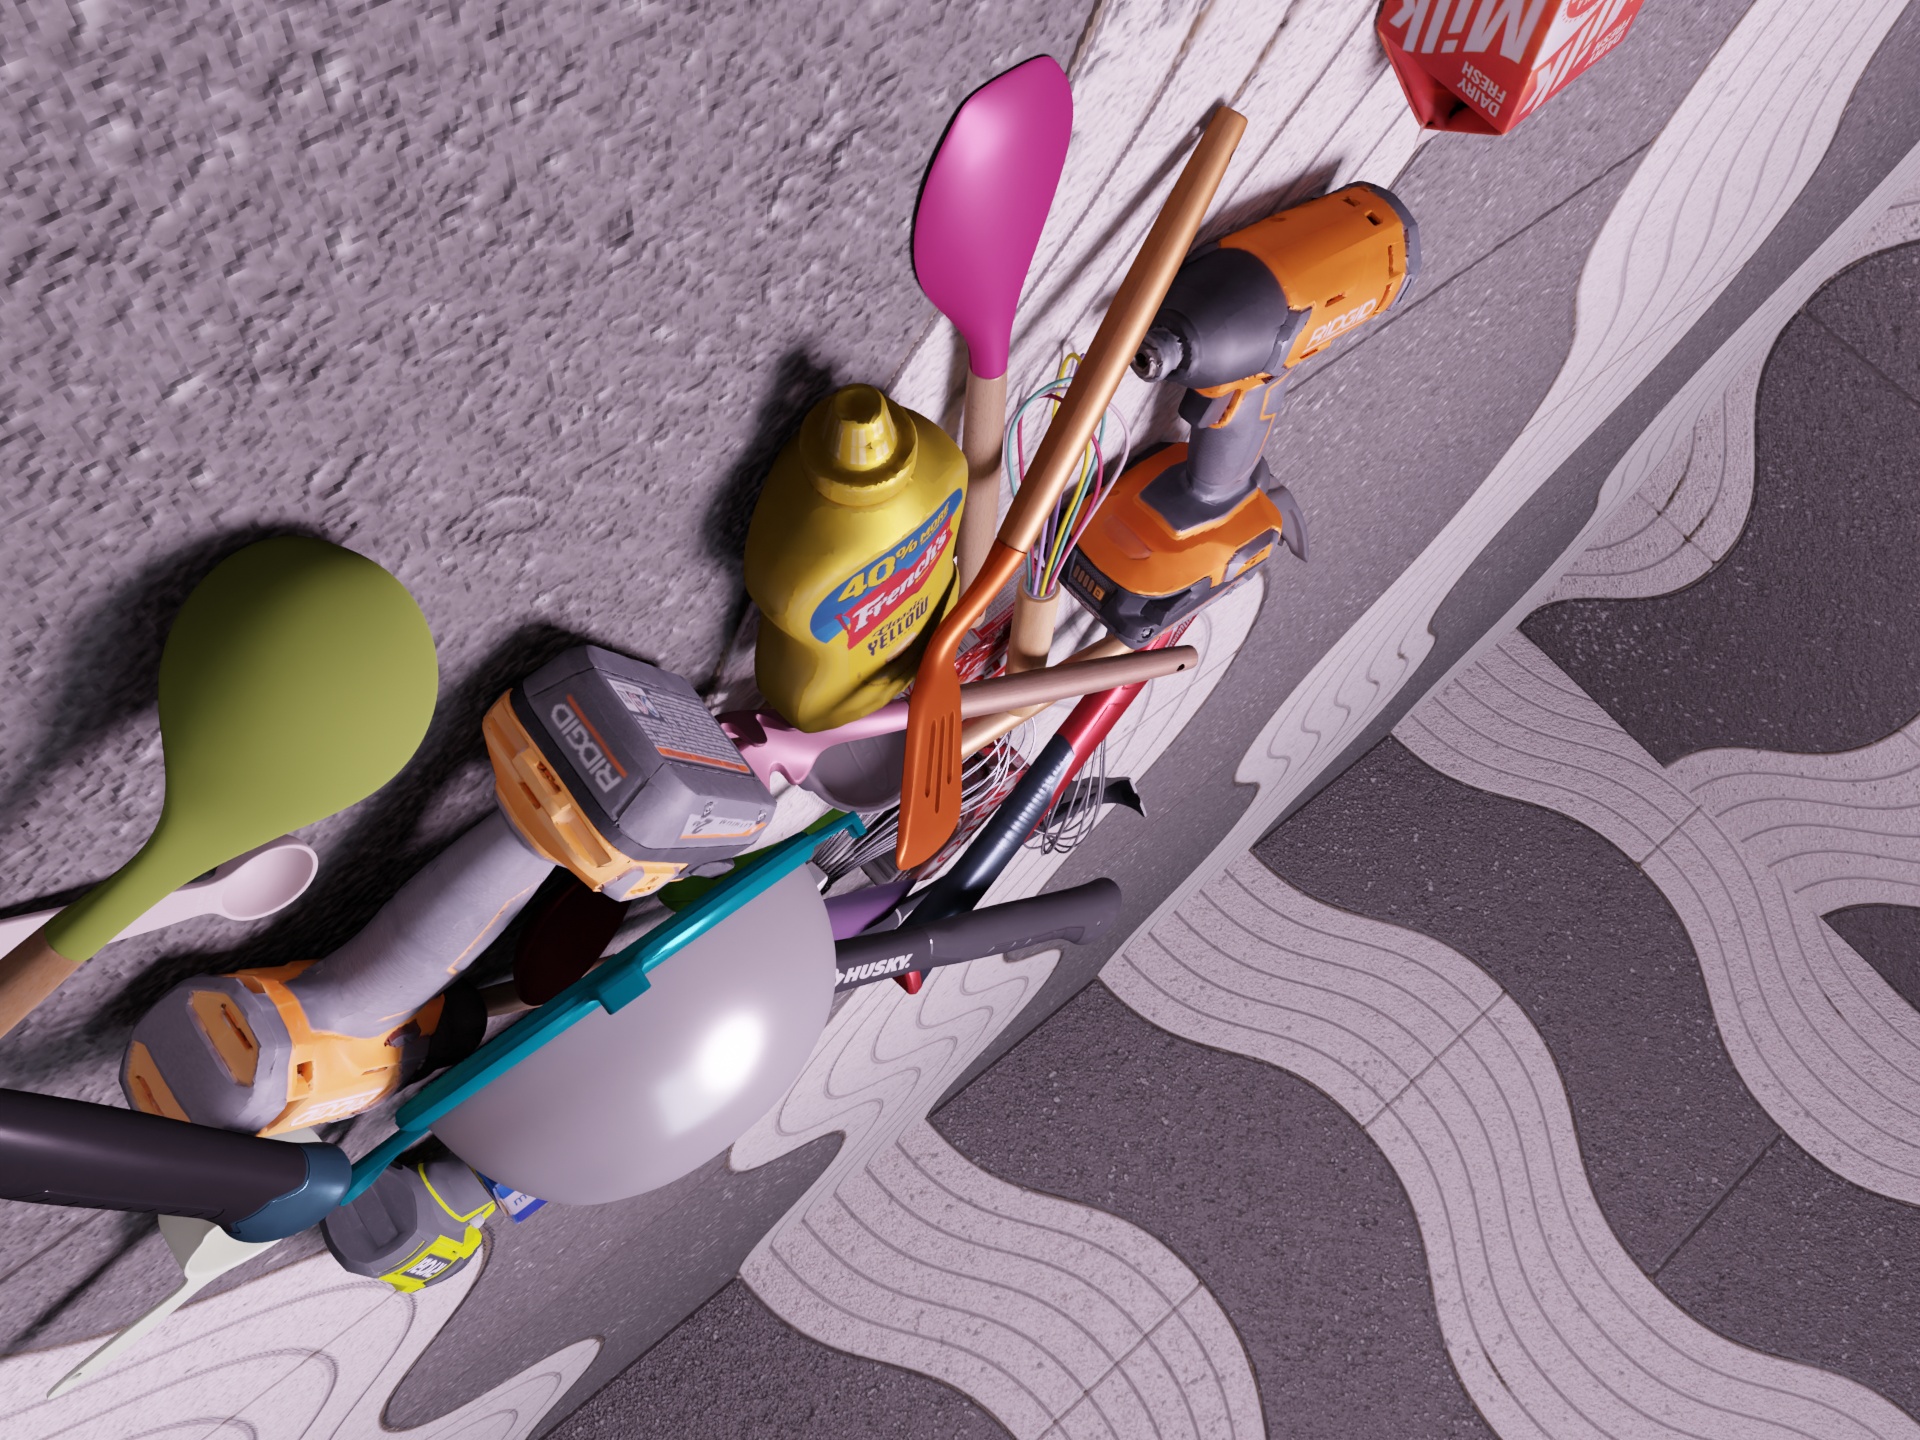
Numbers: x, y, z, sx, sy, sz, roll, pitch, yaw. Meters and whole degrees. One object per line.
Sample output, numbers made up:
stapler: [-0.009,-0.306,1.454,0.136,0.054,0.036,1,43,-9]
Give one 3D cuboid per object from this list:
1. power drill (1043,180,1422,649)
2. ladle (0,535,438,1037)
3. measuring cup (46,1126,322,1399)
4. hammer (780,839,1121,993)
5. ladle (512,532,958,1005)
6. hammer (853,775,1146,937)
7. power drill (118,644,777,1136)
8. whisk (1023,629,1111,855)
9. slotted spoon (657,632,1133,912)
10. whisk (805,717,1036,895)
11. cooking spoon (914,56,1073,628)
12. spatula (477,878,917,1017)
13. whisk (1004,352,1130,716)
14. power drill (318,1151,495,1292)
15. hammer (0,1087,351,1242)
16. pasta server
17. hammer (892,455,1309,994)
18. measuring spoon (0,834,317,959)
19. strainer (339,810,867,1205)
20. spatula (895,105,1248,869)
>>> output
power drill: [0.116,-0.139,0.765,0.164,0.084,0.226,-31,157,-32]
ladle: [-0.273,0.068,0.448,0.320,0.062,0.078,-39,151,9]
measuring cup: [-0.360,0.243,0.725,0.167,0.038,0.083,-40,165,2]
hammer: [-0.013,0.124,0.915,0.334,0.035,0.146,-4,123,-49]
ladle: [-0.102,0.014,0.747,0.315,0.031,0.069,-45,162,5]
hammer: [-0.037,0.135,1.149,0.409,0.036,0.149,-28,-172,-29]
power drill: [-0.183,0.076,0.624,0.226,0.084,0.185,-39,168,5]
whisk: [0.089,-0.003,1.065,0.055,0.055,0.238,-25,141,-47]
slotted spoon: [-0.021,0.025,0.870,0.314,0.031,0.070,-31,-165,-12]
whisk: [-0.067,0.078,0.957,0.284,0.070,0.070,-42,165,17]
cooking spoon: [0.010,-0.124,0.630,0.069,0.017,0.318,-36,159,-19]
spatula: [-0.142,0.128,0.876,0.315,0.018,0.059,-7,142,-48]
whisk: [0.039,-0.075,0.756,0.051,0.047,0.244,-31,153,-24]
power drill: [-0.251,0.253,0.949,0.223,0.080,0.171,-33,162,-15]
hammer: [-0.275,0.107,0.416,0.128,0.033,0.330,-31,154,2]
pasta server: [-0.001,-0.002,0.764,0.316,0.040,0.060,-12,142,-33]
hammer: [0.081,0.011,0.994,0.386,0.038,0.143,-53,152,3]
measuring spoon: [-0.264,0.056,0.497,0.124,0.018,0.034,-14,141,-47]
strainer: [-0.174,0.178,0.725,0.340,0.095,0.211,-37,178,29]
spatula: [0.040,-0.088,0.644,0.322,0.041,0.081,-63,169,15]
